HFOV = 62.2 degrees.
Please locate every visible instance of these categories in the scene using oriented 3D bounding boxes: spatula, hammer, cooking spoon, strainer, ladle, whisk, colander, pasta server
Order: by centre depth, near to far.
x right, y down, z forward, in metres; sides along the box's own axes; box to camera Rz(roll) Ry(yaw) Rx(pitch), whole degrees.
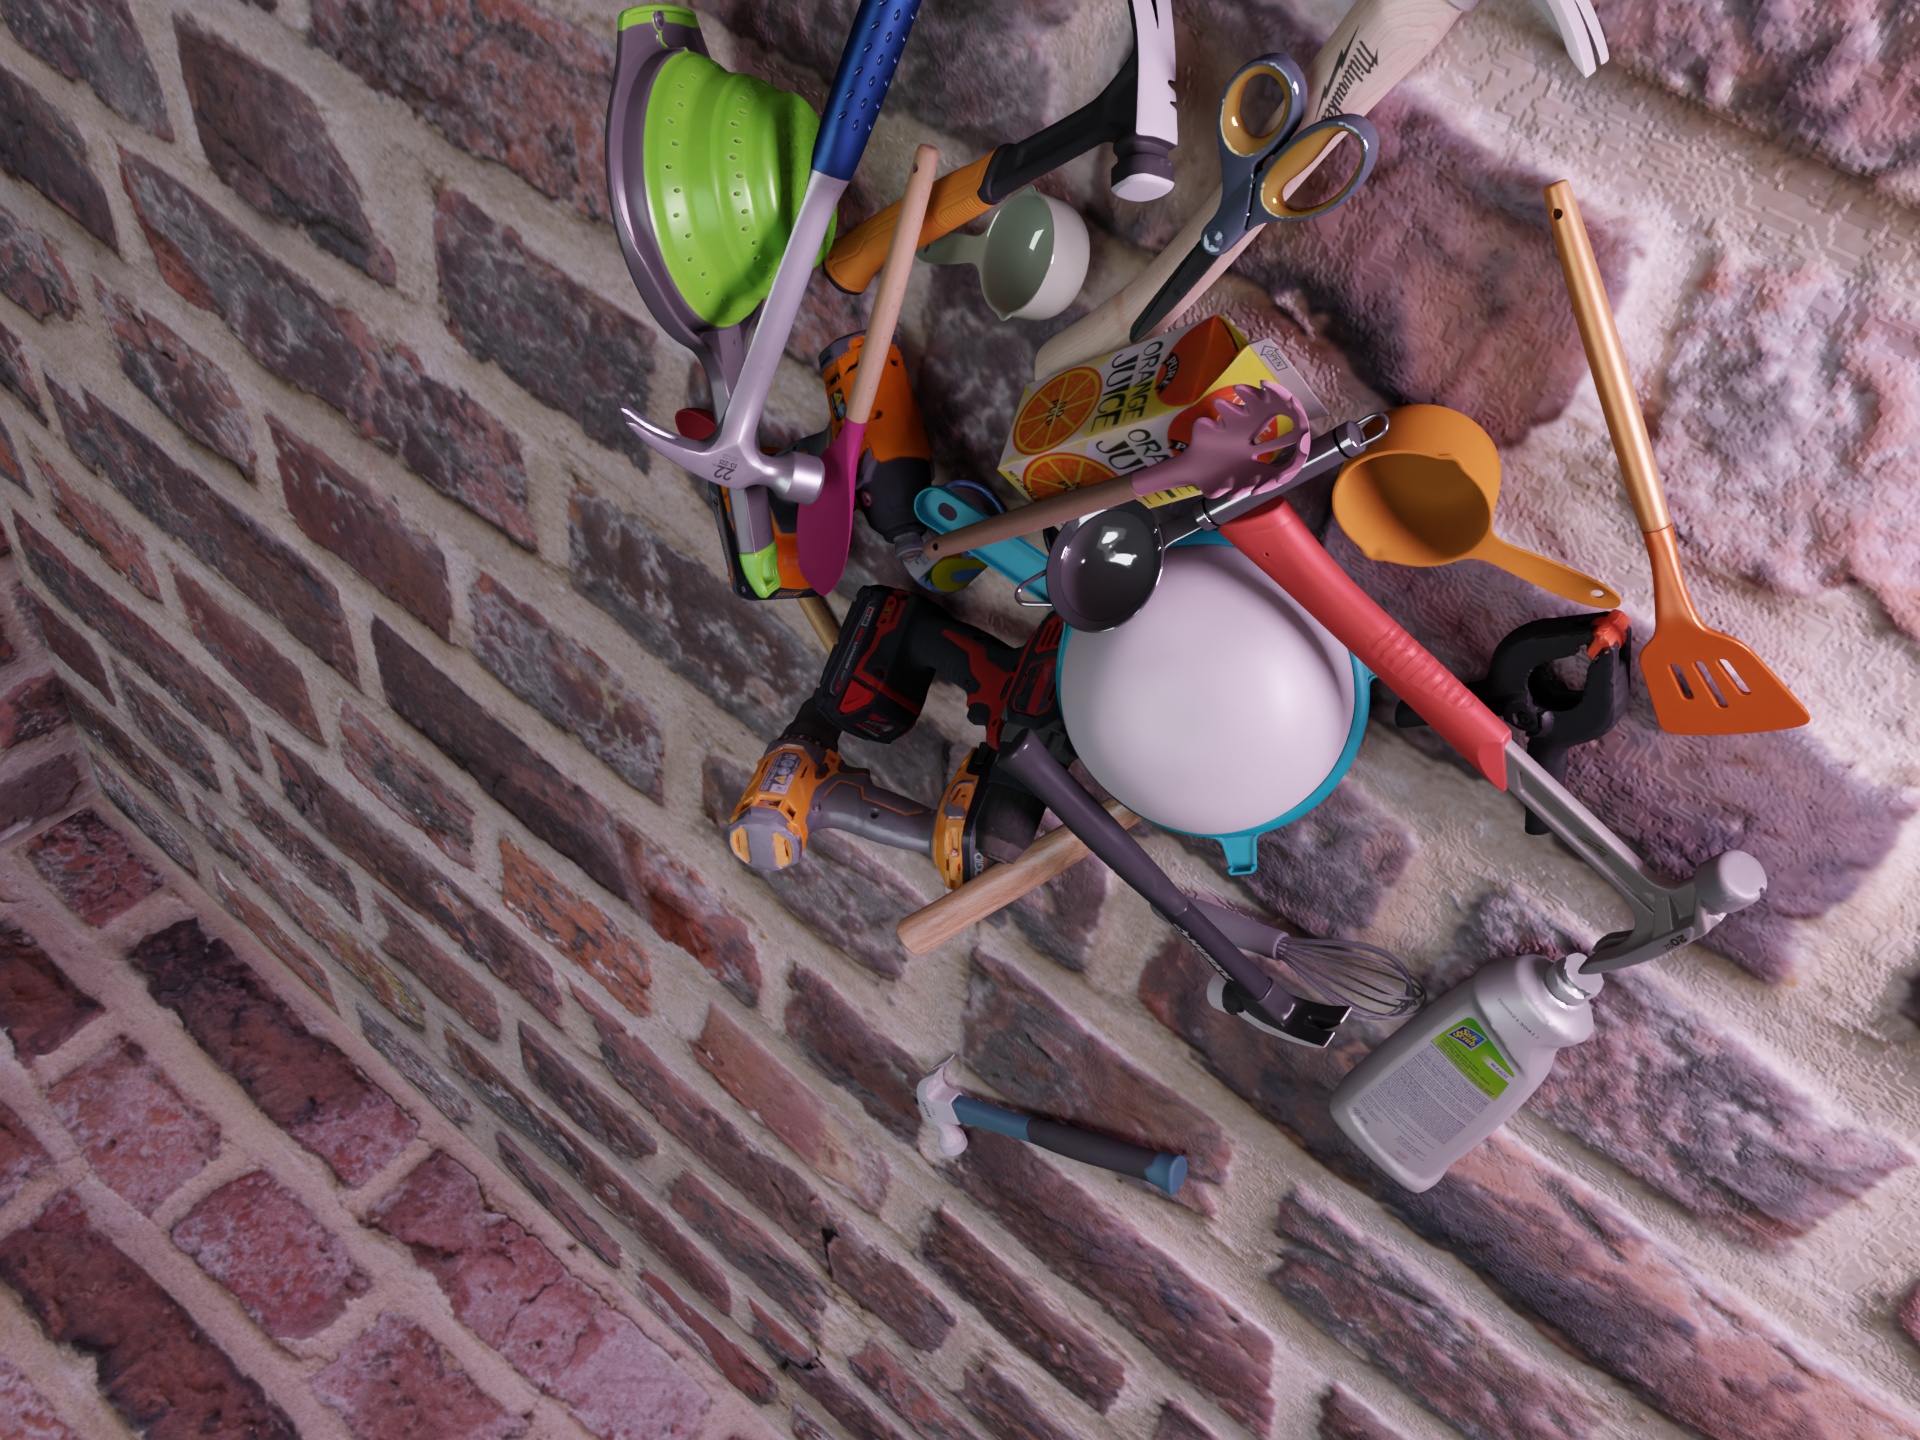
[{"bbox_3d":[0.362,-0.127,0.836,0.081,0.041,0.322,-7,111,48],"label":"spatula"},{"bbox_3d":[0.165,-0.285,0.893,0.146,0.038,0.410,49,143,0],"label":"hammer"},{"bbox_3d":[0.140,-0.116,0.931,0.258,0.050,0.087,-26,64,40],"label":"strainer"},{"bbox_3d":[0.291,0.002,0.945,0.359,0.037,0.149,44,152,6],"label":"hammer"},{"bbox_3d":[0.081,-0.135,0.949,0.316,0.040,0.060,-11,87,46],"label":"pasta server"},{"bbox_3d":[-0.089,-0.326,0.974,0.405,0.144,0.035,-65,32,25],"label":"hammer"},{"bbox_3d":[0.010,-0.338,0.983,0.337,0.034,0.127,-6,83,55],"label":"hammer"},{"bbox_3d":[0.098,-0.048,1.030,0.340,0.095,0.211,35,115,8],"label":"strainer"},{"bbox_3d":[-0.062,-0.223,1.056,0.069,0.017,0.318,48,133,37],"label":"cooking spoon"},{"bbox_3d":[-0.132,-0.275,1.078,0.094,0.204,0.396,0,113,19],"label":"colander"},{"bbox_3d":[0.142,0.120,1.113,0.334,0.035,0.146,45,164,-25],"label":"hammer"},{"bbox_3d":[0.082,0.093,1.182,0.331,0.031,0.130,-35,113,28],"label":"hammer"},{"bbox_3d":[0.237,0.172,1.191,0.239,0.055,0.055,17,132,42],"label":"whisk"},{"bbox_3d":[-0.145,-0.129,1.346,0.069,0.031,0.315,-4,120,58],"label":"ladle"},{"bbox_3d":[0.083,0.405,1.556,0.331,0.033,0.128,4,124,44],"label":"hammer"}]

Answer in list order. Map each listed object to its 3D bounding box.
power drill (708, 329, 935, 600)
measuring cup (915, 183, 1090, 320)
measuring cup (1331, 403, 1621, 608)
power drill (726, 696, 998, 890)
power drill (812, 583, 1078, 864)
[{"bbox_3d":[-0.098,-0.166,1.186,0.226,0.084,0.164,-29,72,52],"label":"power drill"},{"bbox_3d":[0.025,-0.299,1.024,0.168,0.038,0.083,28,110,54],"label":"measuring cup"},{"bbox_3d":[0.296,-0.117,0.896,0.173,0.052,0.095,25,147,-2],"label":"measuring cup"},{"bbox_3d":[-0.060,0.054,1.311,0.226,0.185,0.084,7,130,11],"label":"power drill"},{"bbox_3d":[-0.002,-0.004,1.188,0.227,0.188,0.080,15,169,39],"label":"power drill"}]
